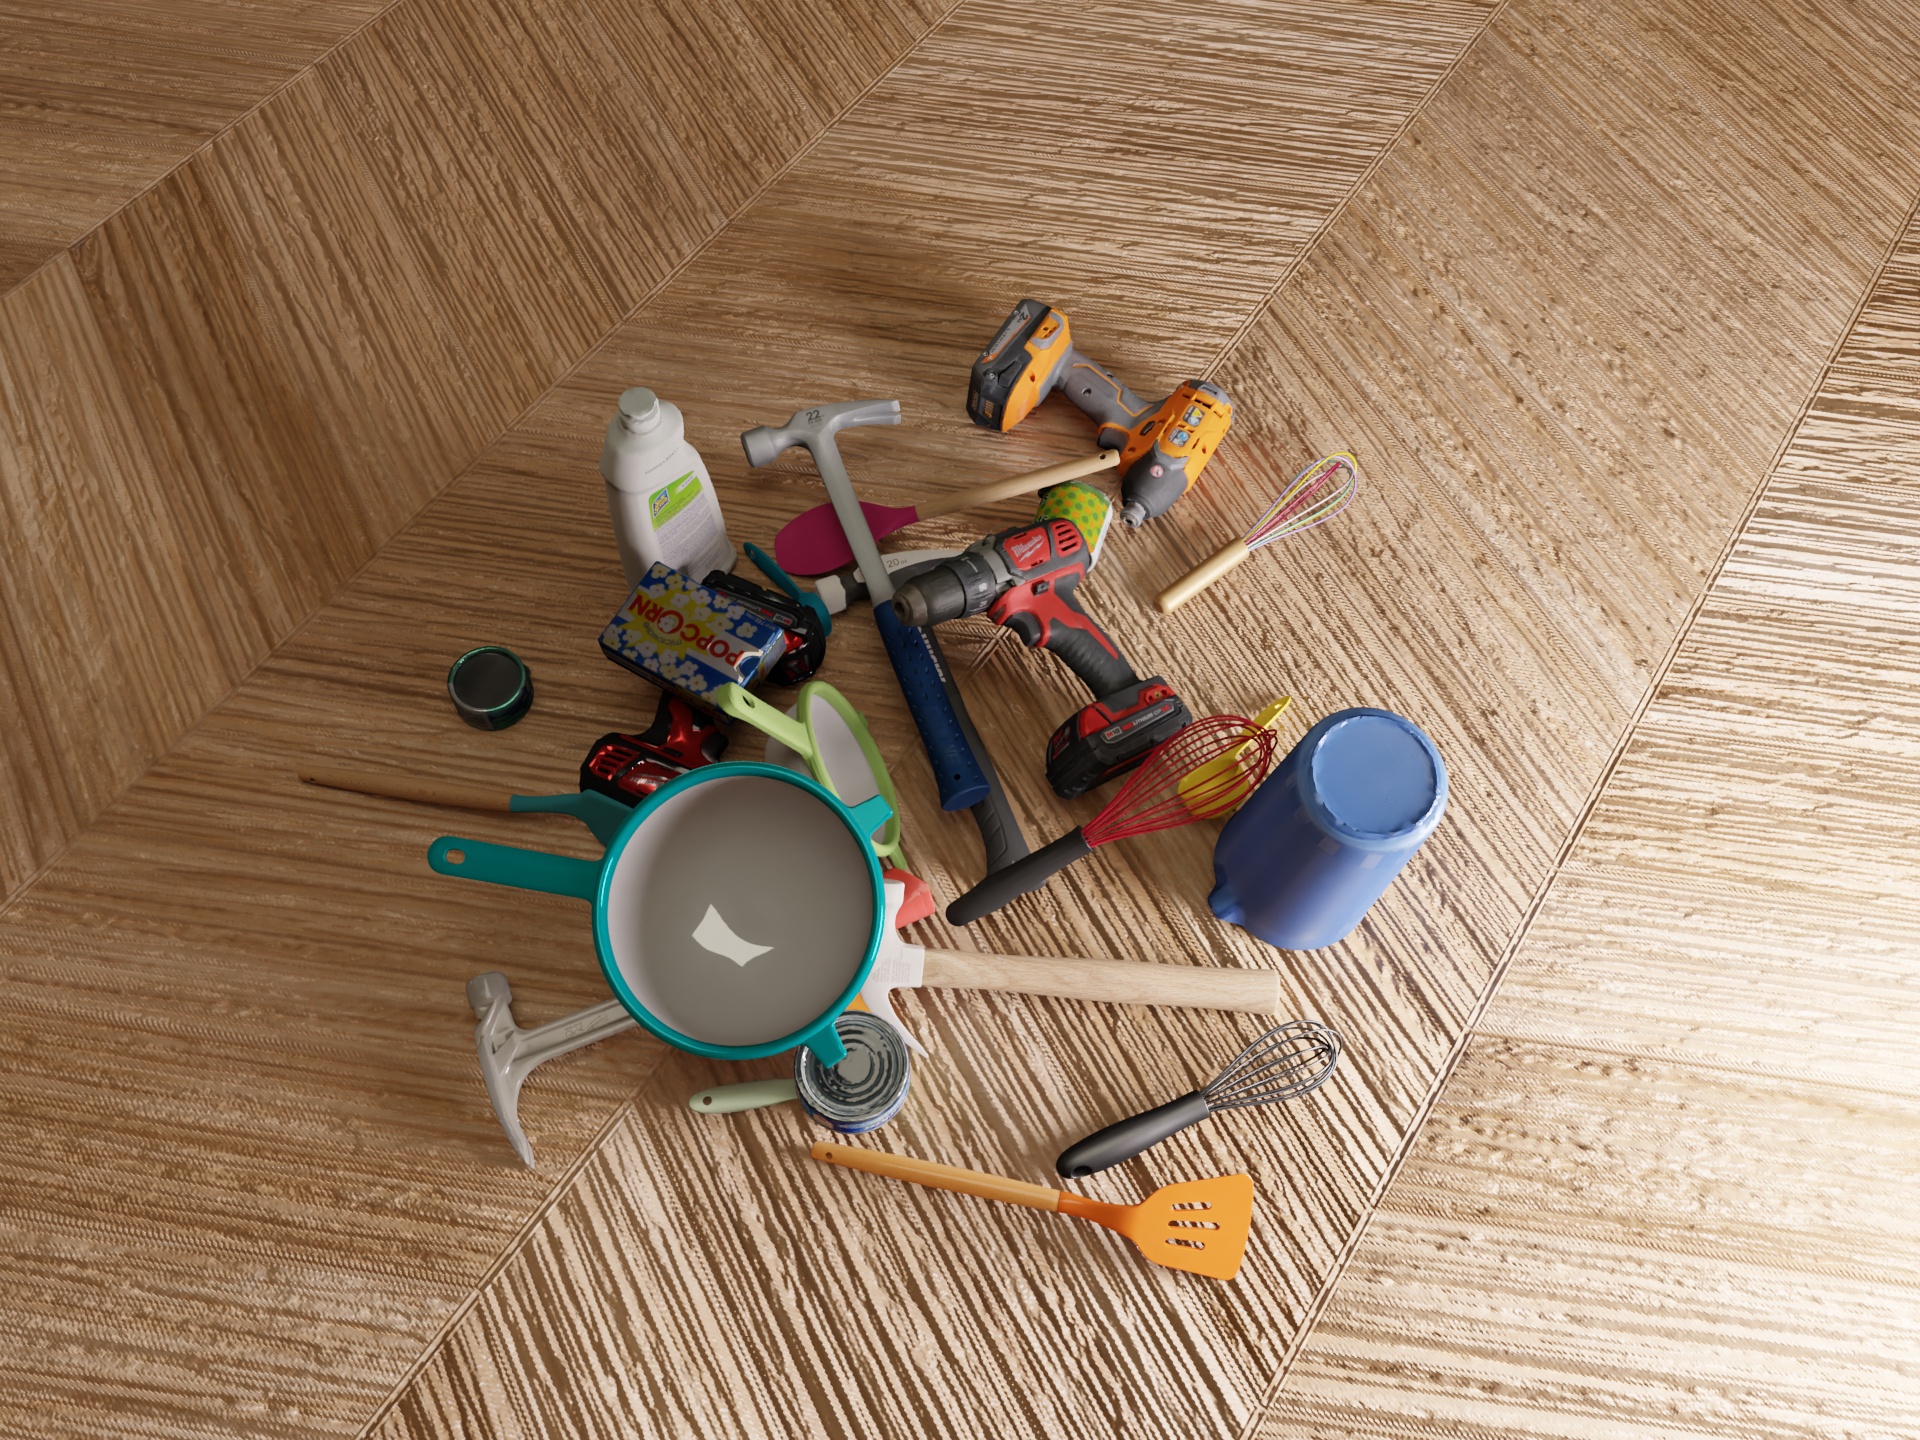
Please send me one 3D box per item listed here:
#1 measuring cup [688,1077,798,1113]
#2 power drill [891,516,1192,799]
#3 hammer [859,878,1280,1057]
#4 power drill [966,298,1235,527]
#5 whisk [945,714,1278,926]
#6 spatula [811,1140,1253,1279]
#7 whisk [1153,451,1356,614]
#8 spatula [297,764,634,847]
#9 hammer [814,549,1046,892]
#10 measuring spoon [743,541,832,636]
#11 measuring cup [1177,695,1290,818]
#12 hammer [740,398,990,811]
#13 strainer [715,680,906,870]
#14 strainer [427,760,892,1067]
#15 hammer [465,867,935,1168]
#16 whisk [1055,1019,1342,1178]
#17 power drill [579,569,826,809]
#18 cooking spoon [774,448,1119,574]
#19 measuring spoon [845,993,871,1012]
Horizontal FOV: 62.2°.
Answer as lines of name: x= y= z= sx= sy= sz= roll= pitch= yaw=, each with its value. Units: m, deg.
measuring cup: x=-0.121 y=0.270 z=1.191 sx=0.167 sy=0.038 sz=0.083 roll=-7 pitch=62 yaw=-9
power drill: x=0.064 y=-0.052 z=1.306 sx=0.188 sy=0.080 sz=0.227 roll=-23 pitch=76 yaw=-32
hammer: x=0.083 y=0.200 z=1.223 sx=0.331 sy=0.031 sz=0.130 roll=6 pitch=90 yaw=-7
power drill: x=0.121 y=-0.280 z=1.475 sx=0.226 sy=0.084 sz=0.164 roll=29 pitch=65 yaw=8
whisk: x=0.113 y=0.081 z=1.225 sx=0.296 sy=0.073 sz=0.073 roll=-31 pitch=65 yaw=11
spatula: x=0.049 y=0.343 z=1.160 sx=0.322 sy=0.041 sz=0.081 roll=9 pitch=96 yaw=10
whisk: x=0.270 y=-0.172 z=1.444 sx=0.245 sy=0.047 sz=0.051 roll=-36 pitch=70 yaw=-16
spatula: x=-0.390 y=0.070 z=1.282 sx=0.317 sy=0.082 sz=0.044 roll=8 pitch=45 yaw=7
hammer: x=-0.002 y=-0.004 z=1.346 sx=0.146 sy=0.035 sz=0.335 roll=-18 pitch=64 yaw=-11
measuring spoon: x=-0.159 y=-0.115 z=1.398 sx=0.021 sy=0.042 sz=0.129 roll=-29 pitch=58 yaw=-31
measuring cup: x=0.241 y=0.031 z=1.339 sx=0.156 sy=0.062 sz=0.029 roll=-41 pitch=111 yaw=-34
hammer: x=-0.060 y=-0.110 z=1.356 sx=0.144 sy=0.035 sz=0.406 roll=-20 pitch=66 yaw=-5
strainer: x=-0.133 y=0.032 z=1.223 sx=0.069 sy=0.256 sz=0.152 roll=-25 pitch=62 yaw=15
strainer: x=-0.217 y=0.130 z=1.175 sx=0.340 sy=0.095 sz=0.211 roll=9 pitch=80 yaw=8
hammer: x=-0.187 y=0.205 z=1.214 sx=0.359 sy=0.036 sz=0.149 roll=-20 pitch=67 yaw=-10
whisk: x=0.180 y=0.287 z=1.193 sx=0.239 sy=0.055 sz=0.055 roll=-23 pitch=65 yaw=-10
power drill: x=-0.203 y=-0.004 z=1.316 sx=0.143 sy=0.078 sz=0.220 roll=23 pitch=66 yaw=10
cooking spoon: x=-0.014 y=-0.191 z=1.416 sx=0.319 sy=0.017 sz=0.069 roll=-15 pitch=65 yaw=7
measuring spoon: x=-0.103 y=0.208 z=1.244 sx=0.117 sy=0.011 sz=0.021 roll=29 pitch=68 yaw=9
